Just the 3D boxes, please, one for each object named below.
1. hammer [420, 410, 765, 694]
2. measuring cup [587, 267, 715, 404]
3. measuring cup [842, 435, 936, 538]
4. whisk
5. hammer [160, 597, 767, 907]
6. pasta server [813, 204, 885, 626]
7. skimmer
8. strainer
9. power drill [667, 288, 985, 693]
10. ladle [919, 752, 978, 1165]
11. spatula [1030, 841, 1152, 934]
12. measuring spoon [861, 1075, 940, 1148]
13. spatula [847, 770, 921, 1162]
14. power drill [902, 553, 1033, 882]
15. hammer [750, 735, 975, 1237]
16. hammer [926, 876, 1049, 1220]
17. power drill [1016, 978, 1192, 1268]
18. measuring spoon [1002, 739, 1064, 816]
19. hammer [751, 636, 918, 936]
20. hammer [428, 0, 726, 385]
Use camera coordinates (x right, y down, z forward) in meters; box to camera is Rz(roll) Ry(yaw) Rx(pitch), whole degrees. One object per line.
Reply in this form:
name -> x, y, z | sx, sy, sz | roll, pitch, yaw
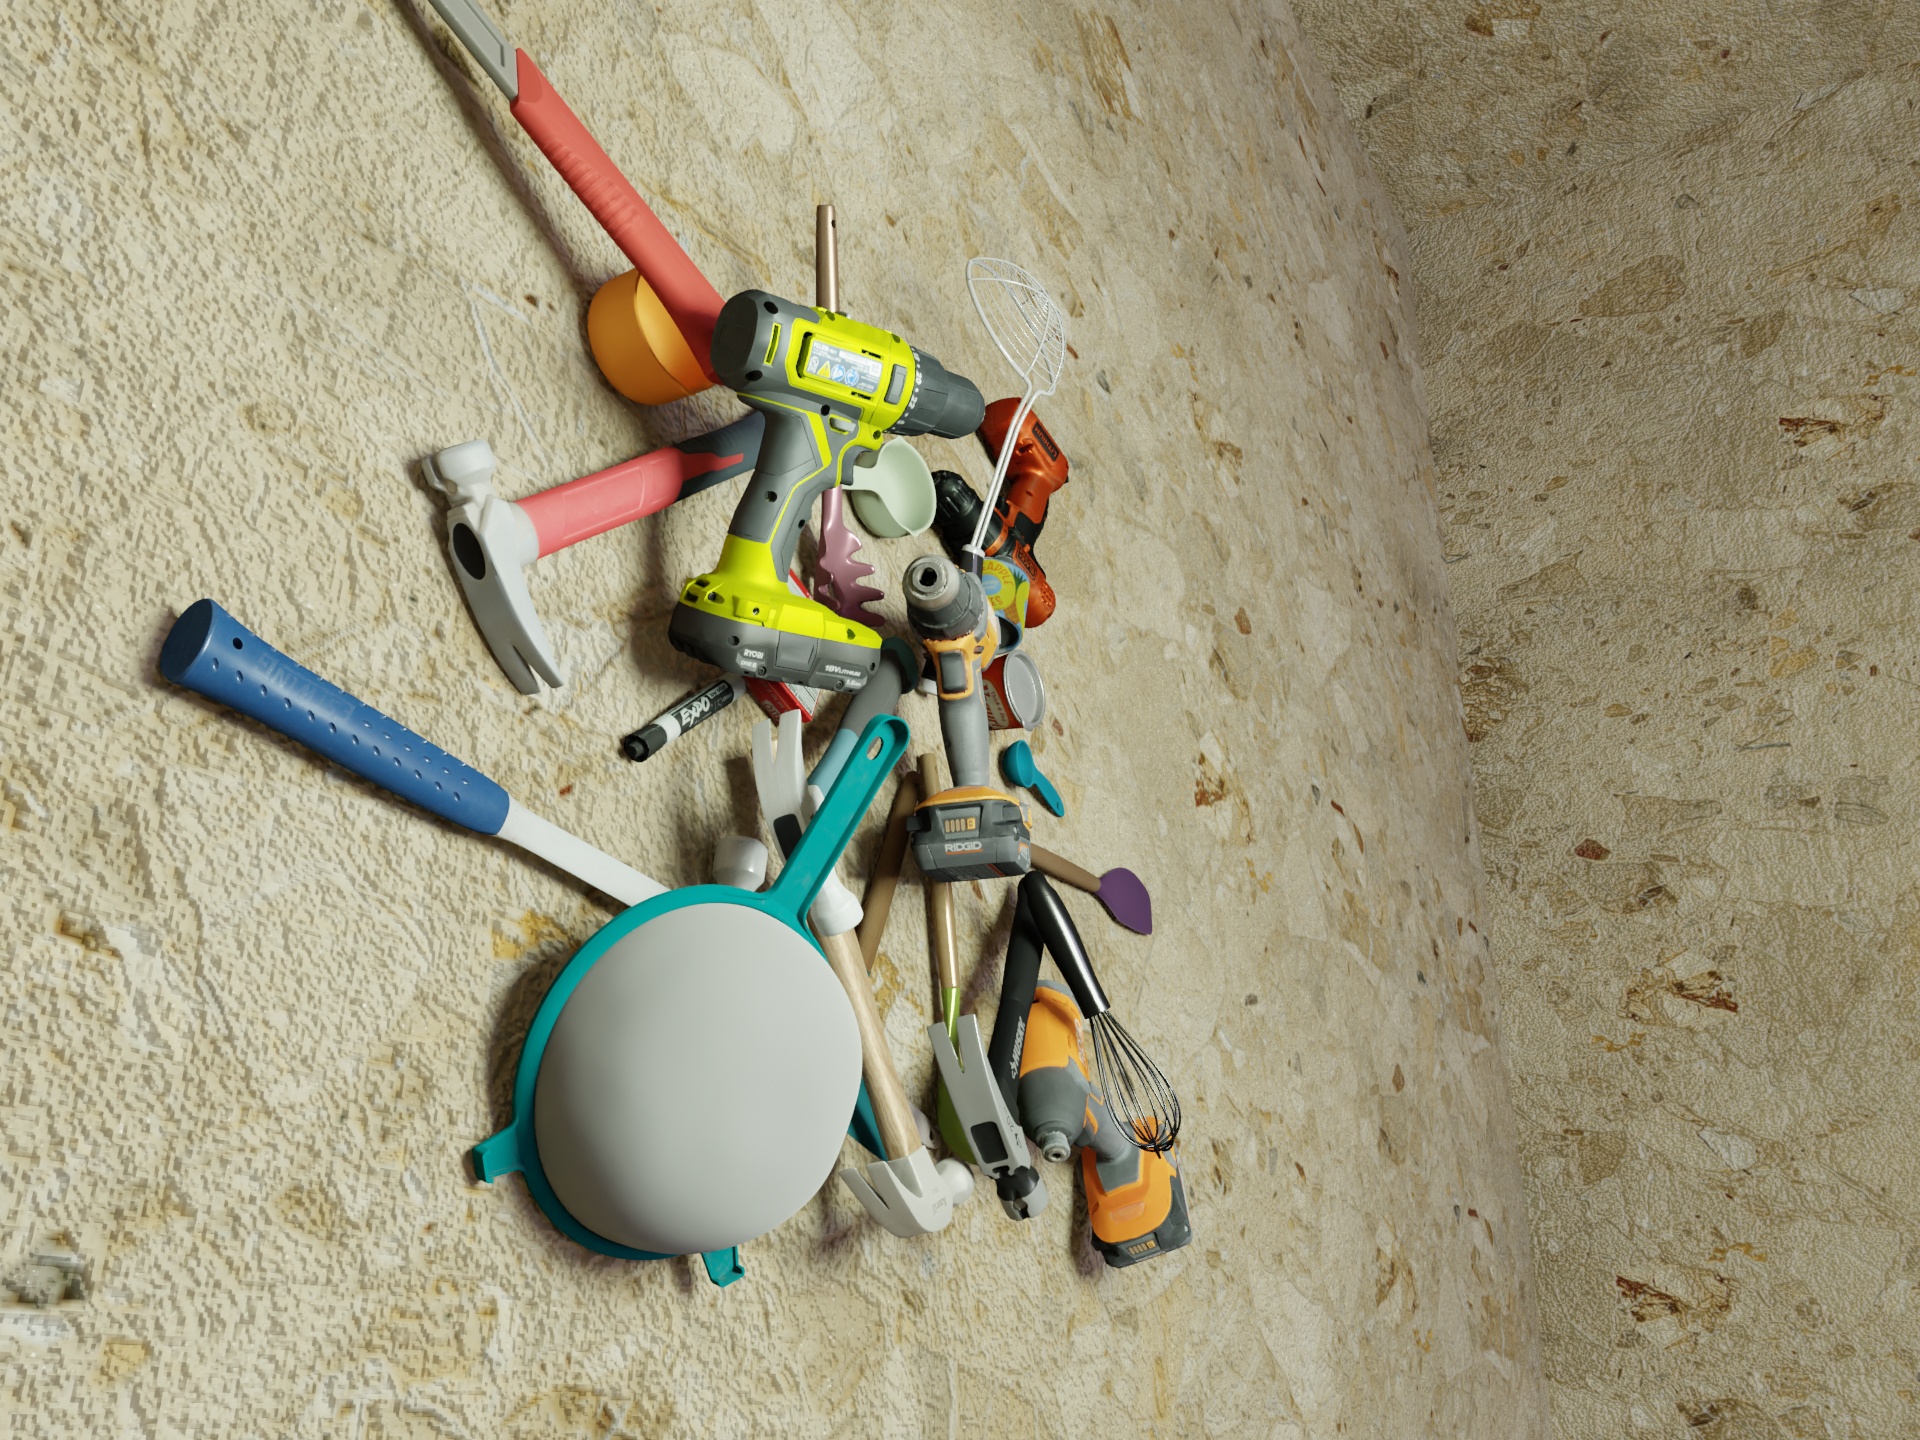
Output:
hammer -> -0.185, -0.143, 1.029 | 0.386, 0.038, 0.143 | -41, 115, -58
measuring cup -> -0.180, -0.247, 1.067 | 0.173, 0.052, 0.095 | 5, 74, -62
measuring cup -> -0.083, -0.182, 1.233 | 0.167, 0.038, 0.083 | -2, 81, -53
whisk -> 0.104, 0.224, 1.225 | 0.055, 0.055, 0.239 | -8, 70, -61
hammer -> -0.240, 0.059, 0.851 | 0.405, 0.035, 0.144 | 41, 45, -47
pasta server -> -0.088, -0.209, 1.153 | 0.060, 0.040, 0.316 | -19, 112, -57
skimmer -> 0.006, -0.201, 1.310 | 0.127, 0.090, 0.363 | 22, 85, -56
strainer -> -0.095, 0.147, 0.874 | 0.210, 0.095, 0.340 | 41, 71, -37
power drill -> -0.083, -0.139, 1.008 | 0.190, 0.080, 0.228 | 10, 98, -40
ladle -> 0.001, 0.177, 1.215 | 0.078, 0.062, 0.320 | 38, 43, -66
spatula -> 0.111, 0.143, 1.461 | 0.315, 0.018, 0.060 | 30, 53, -55
measuring spoon -> -0.040, 0.274, 1.138 | 0.124, 0.018, 0.034 | 53, 37, -38
spatula -> -0.056, 0.157, 1.131 | 0.082, 0.044, 0.318 | 49, 38, -34
power drill -> -0.002, -0.004, 1.158 | 0.185, 0.084, 0.226 | 54, 30, -76
hammer -> -0.073, 0.169, 1.024 | 0.331, 0.031, 0.130 | 71, 18, 6
hammer -> 0.039, 0.207, 1.192 | 0.335, 0.035, 0.146 | -71, 140, -65
power drill -> 0.106, 0.337, 1.277 | 0.226, 0.084, 0.164 | 58, 16, -28
measuring spoon -> 0.064, 0.058, 1.420 | 0.128, 0.021, 0.042 | 50, 37, -54
hammer -> -0.073, 0.014, 1.092 | 0.331, 0.033, 0.128 | -68, 137, -67
hammer -> -0.237, -0.356, 0.954 | 0.358, 0.037, 0.149 | 50, 40, -21
